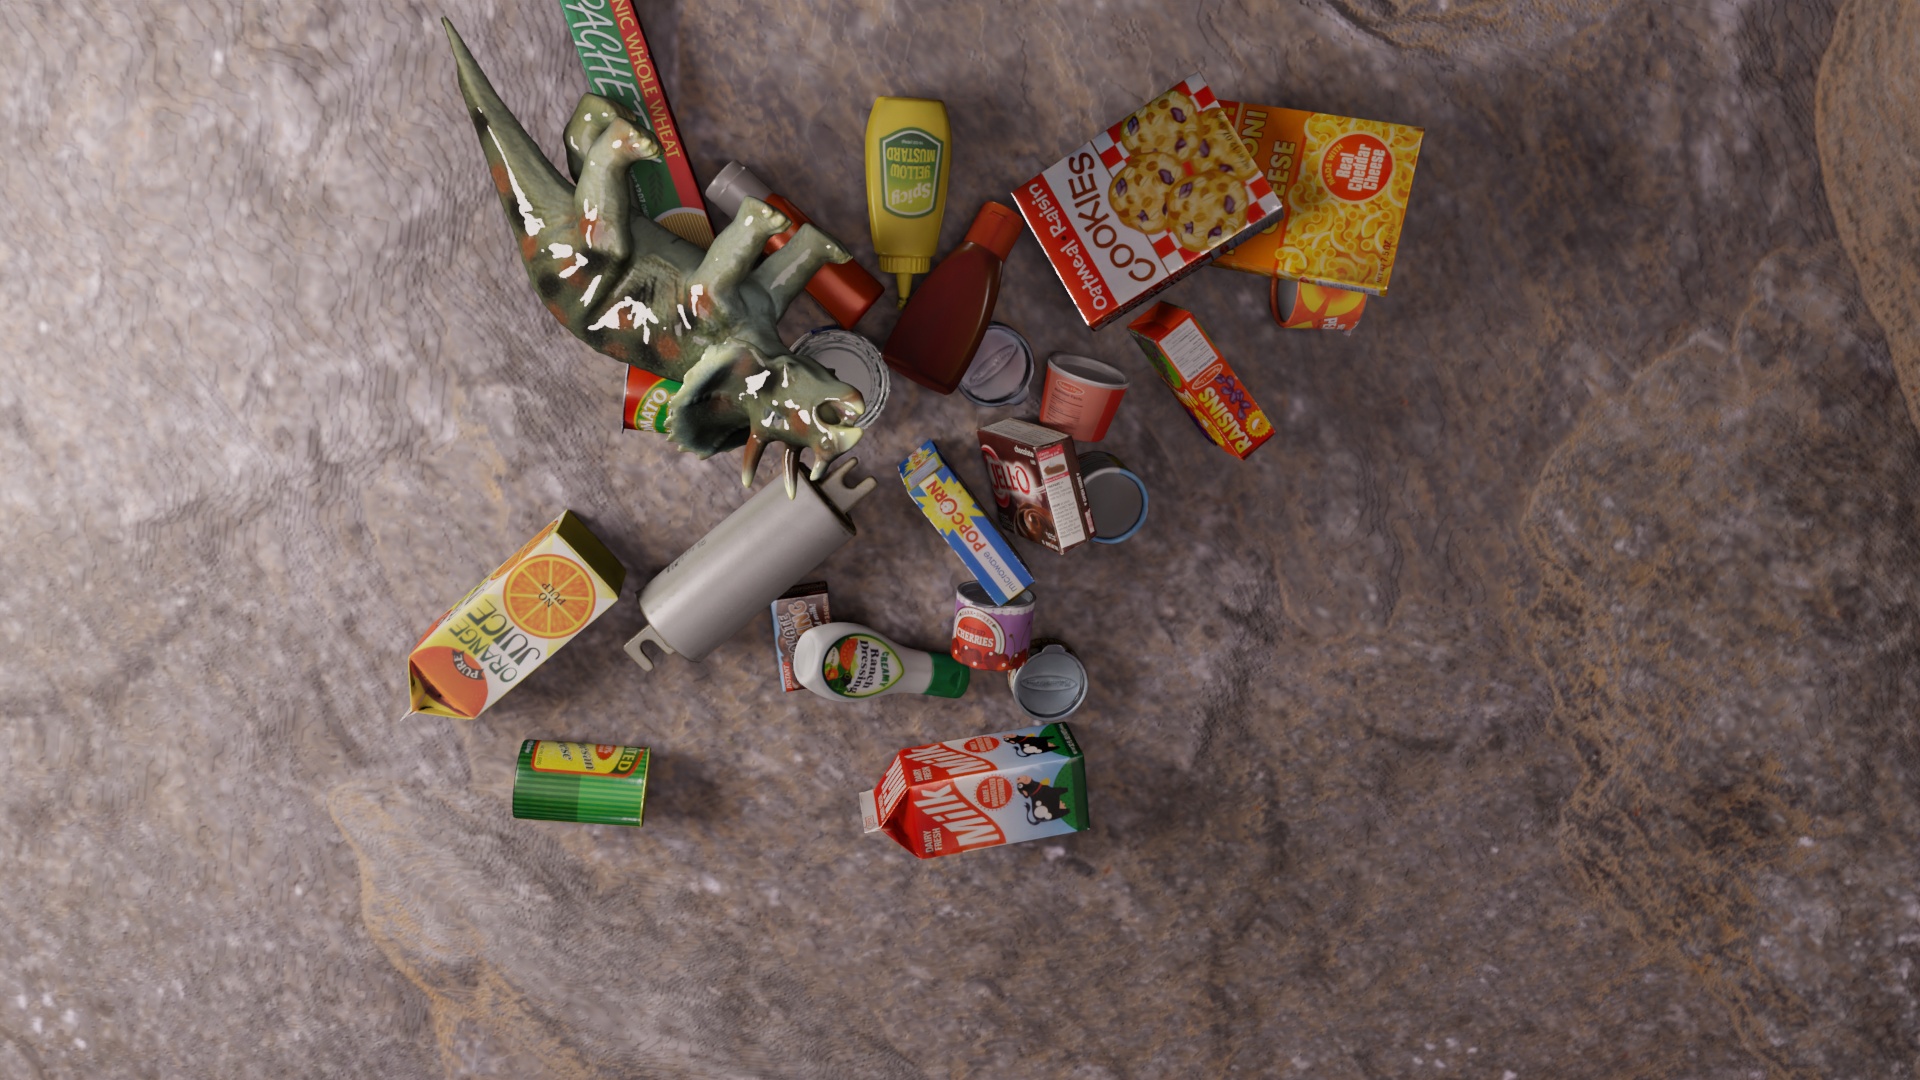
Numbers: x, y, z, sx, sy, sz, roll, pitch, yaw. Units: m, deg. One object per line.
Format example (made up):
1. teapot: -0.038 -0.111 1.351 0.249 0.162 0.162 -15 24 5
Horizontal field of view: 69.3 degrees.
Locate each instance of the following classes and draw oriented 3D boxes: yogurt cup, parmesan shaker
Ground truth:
1. yogurt cup: 0.097 -0.113 1.117 0.072 0.072 0.053 11 113 -12
2. parmesan shaker: -0.310 0.200 1.141 0.103 0.071 0.071 6 105 -10

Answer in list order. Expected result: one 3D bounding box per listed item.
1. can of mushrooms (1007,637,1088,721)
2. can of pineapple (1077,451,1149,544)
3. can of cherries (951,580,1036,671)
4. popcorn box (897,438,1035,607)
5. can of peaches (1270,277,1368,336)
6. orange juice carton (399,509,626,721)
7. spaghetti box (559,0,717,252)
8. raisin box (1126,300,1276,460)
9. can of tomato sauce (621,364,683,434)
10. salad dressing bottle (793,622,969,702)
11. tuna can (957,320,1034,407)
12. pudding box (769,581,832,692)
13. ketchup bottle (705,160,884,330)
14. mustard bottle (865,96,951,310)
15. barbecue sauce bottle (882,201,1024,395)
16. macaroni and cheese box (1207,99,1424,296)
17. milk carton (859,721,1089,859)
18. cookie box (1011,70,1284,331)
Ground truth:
1. can of mushrooms: 0.075 0.117 1.196 0.071 0.033 0.070 -2 107 -7
2. can of pineapple: 0.118 -0.034 1.145 0.071 0.058 0.070 -3 107 -8
3. can of cherries: 0.025 0.071 1.156 0.071 0.072 0.058 4 107 -10
4. popcorn box: 0.004 -0.014 1.119 0.038 0.085 0.126 -37 108 4
5. can of peaches: 0.288 -0.201 1.118 0.058 0.071 0.071 1 106 -8
6. orange juice carton: -0.361 0.070 1.095 0.192 0.072 0.073 -39 107 4
7. spaghetti box: -0.237 -0.312 1.025 0.050 0.029 0.249 -19 108 -2
8. raisin box: 0.192 -0.129 1.114 0.040 0.086 0.123 -39 108 2
9. can of tomato sauce: -0.214 -0.111 1.066 0.083 0.071 0.071 7 105 -11
10. salad dressing bottle: -0.062 0.105 1.147 0.148 0.044 0.064 11 90 -31
11. tuna can: 0.026 -0.140 1.113 0.071 0.033 0.071 -2 107 -8
12. pudding box: -0.130 0.080 1.155 0.050 0.030 0.083 -7 107 -6
13. ketchup bottle: -0.125 -0.224 1.052 0.149 0.065 0.043 42 107 -8
14. mustard bottle: -0.040 -0.255 1.061 0.065 0.049 0.159 -1 106 -7
15. barbecue sauce bottle: 0.000 -0.190 1.072 0.065 0.043 0.148 27 84 10
16. macaroni and cheese box: 0.256 -0.263 1.064 0.166 0.040 0.123 14 93 16
17. milk carton: 0.009 0.217 1.195 0.191 0.072 0.073 -8 108 -6
18. cookie box: 0.140 -0.254 1.055 0.167 0.040 0.123 -31 82 13
